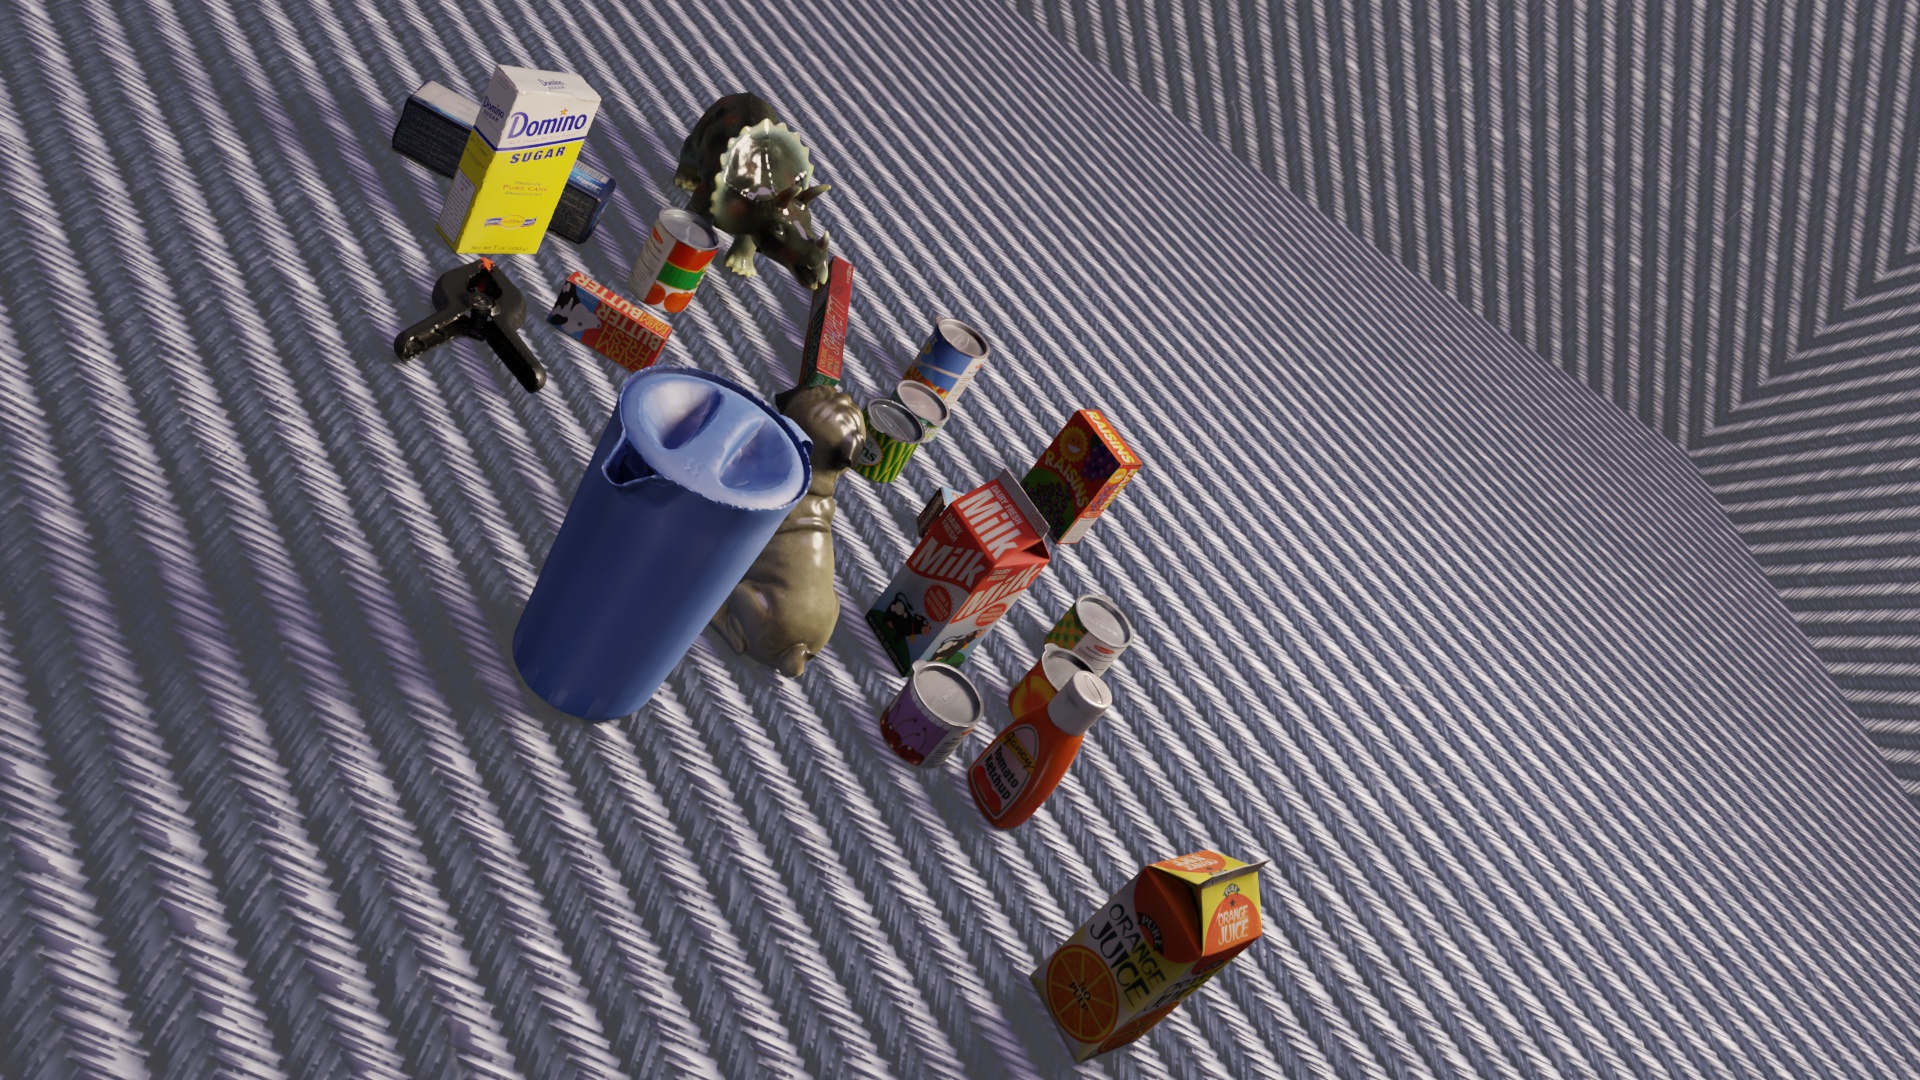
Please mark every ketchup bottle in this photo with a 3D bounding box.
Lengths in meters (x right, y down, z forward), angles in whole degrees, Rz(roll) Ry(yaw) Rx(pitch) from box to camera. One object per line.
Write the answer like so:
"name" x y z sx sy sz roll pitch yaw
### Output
"ketchup bottle" 0.064 0.163 1.100 0.043 0.148 0.065 5 44 -41

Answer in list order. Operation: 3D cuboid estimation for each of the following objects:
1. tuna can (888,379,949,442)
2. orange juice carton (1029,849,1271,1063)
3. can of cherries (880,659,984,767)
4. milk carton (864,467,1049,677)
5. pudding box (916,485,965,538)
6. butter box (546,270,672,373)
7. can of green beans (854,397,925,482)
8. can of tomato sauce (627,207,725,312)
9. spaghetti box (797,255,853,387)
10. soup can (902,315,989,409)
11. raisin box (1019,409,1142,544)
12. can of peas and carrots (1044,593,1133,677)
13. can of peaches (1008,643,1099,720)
"tuna can" -0.046 -0.136 1.486 0.071 0.032 0.071 25 34 -18
"orange juice carton" 0.140 0.283 0.979 0.072 0.191 0.073 1 47 -44
"can of cherries" -0.025 0.140 1.128 0.071 0.058 0.072 25 34 -18
"milk carton" 0.006 0.028 1.177 0.073 0.189 0.072 -4 50 -47
"pudding box" 0.005 -0.017 1.367 0.084 0.049 0.030 18 37 -28
"butter box" -0.323 -0.198 1.279 0.103 0.053 0.024 30 32 -10
"can of green beans" -0.078 -0.100 1.385 0.071 0.057 0.071 25 34 -18
"can of tomato sauce" -0.285 -0.279 1.391 0.071 0.082 0.071 25 34 -18
"spaghetti box" -0.144 -0.225 1.488 0.028 0.050 0.251 25 34 -19
"soup can" -0.019 -0.196 1.541 0.071 0.083 0.072 25 34 -18
"raisin box" 0.125 -0.067 1.478 0.040 0.122 0.086 -2 49 -46
"can of peas and carrots" 0.122 0.093 1.331 0.071 0.058 0.071 25 34 -18
"can of peaches" 0.083 0.137 1.238 0.071 0.057 0.071 25 34 -18
